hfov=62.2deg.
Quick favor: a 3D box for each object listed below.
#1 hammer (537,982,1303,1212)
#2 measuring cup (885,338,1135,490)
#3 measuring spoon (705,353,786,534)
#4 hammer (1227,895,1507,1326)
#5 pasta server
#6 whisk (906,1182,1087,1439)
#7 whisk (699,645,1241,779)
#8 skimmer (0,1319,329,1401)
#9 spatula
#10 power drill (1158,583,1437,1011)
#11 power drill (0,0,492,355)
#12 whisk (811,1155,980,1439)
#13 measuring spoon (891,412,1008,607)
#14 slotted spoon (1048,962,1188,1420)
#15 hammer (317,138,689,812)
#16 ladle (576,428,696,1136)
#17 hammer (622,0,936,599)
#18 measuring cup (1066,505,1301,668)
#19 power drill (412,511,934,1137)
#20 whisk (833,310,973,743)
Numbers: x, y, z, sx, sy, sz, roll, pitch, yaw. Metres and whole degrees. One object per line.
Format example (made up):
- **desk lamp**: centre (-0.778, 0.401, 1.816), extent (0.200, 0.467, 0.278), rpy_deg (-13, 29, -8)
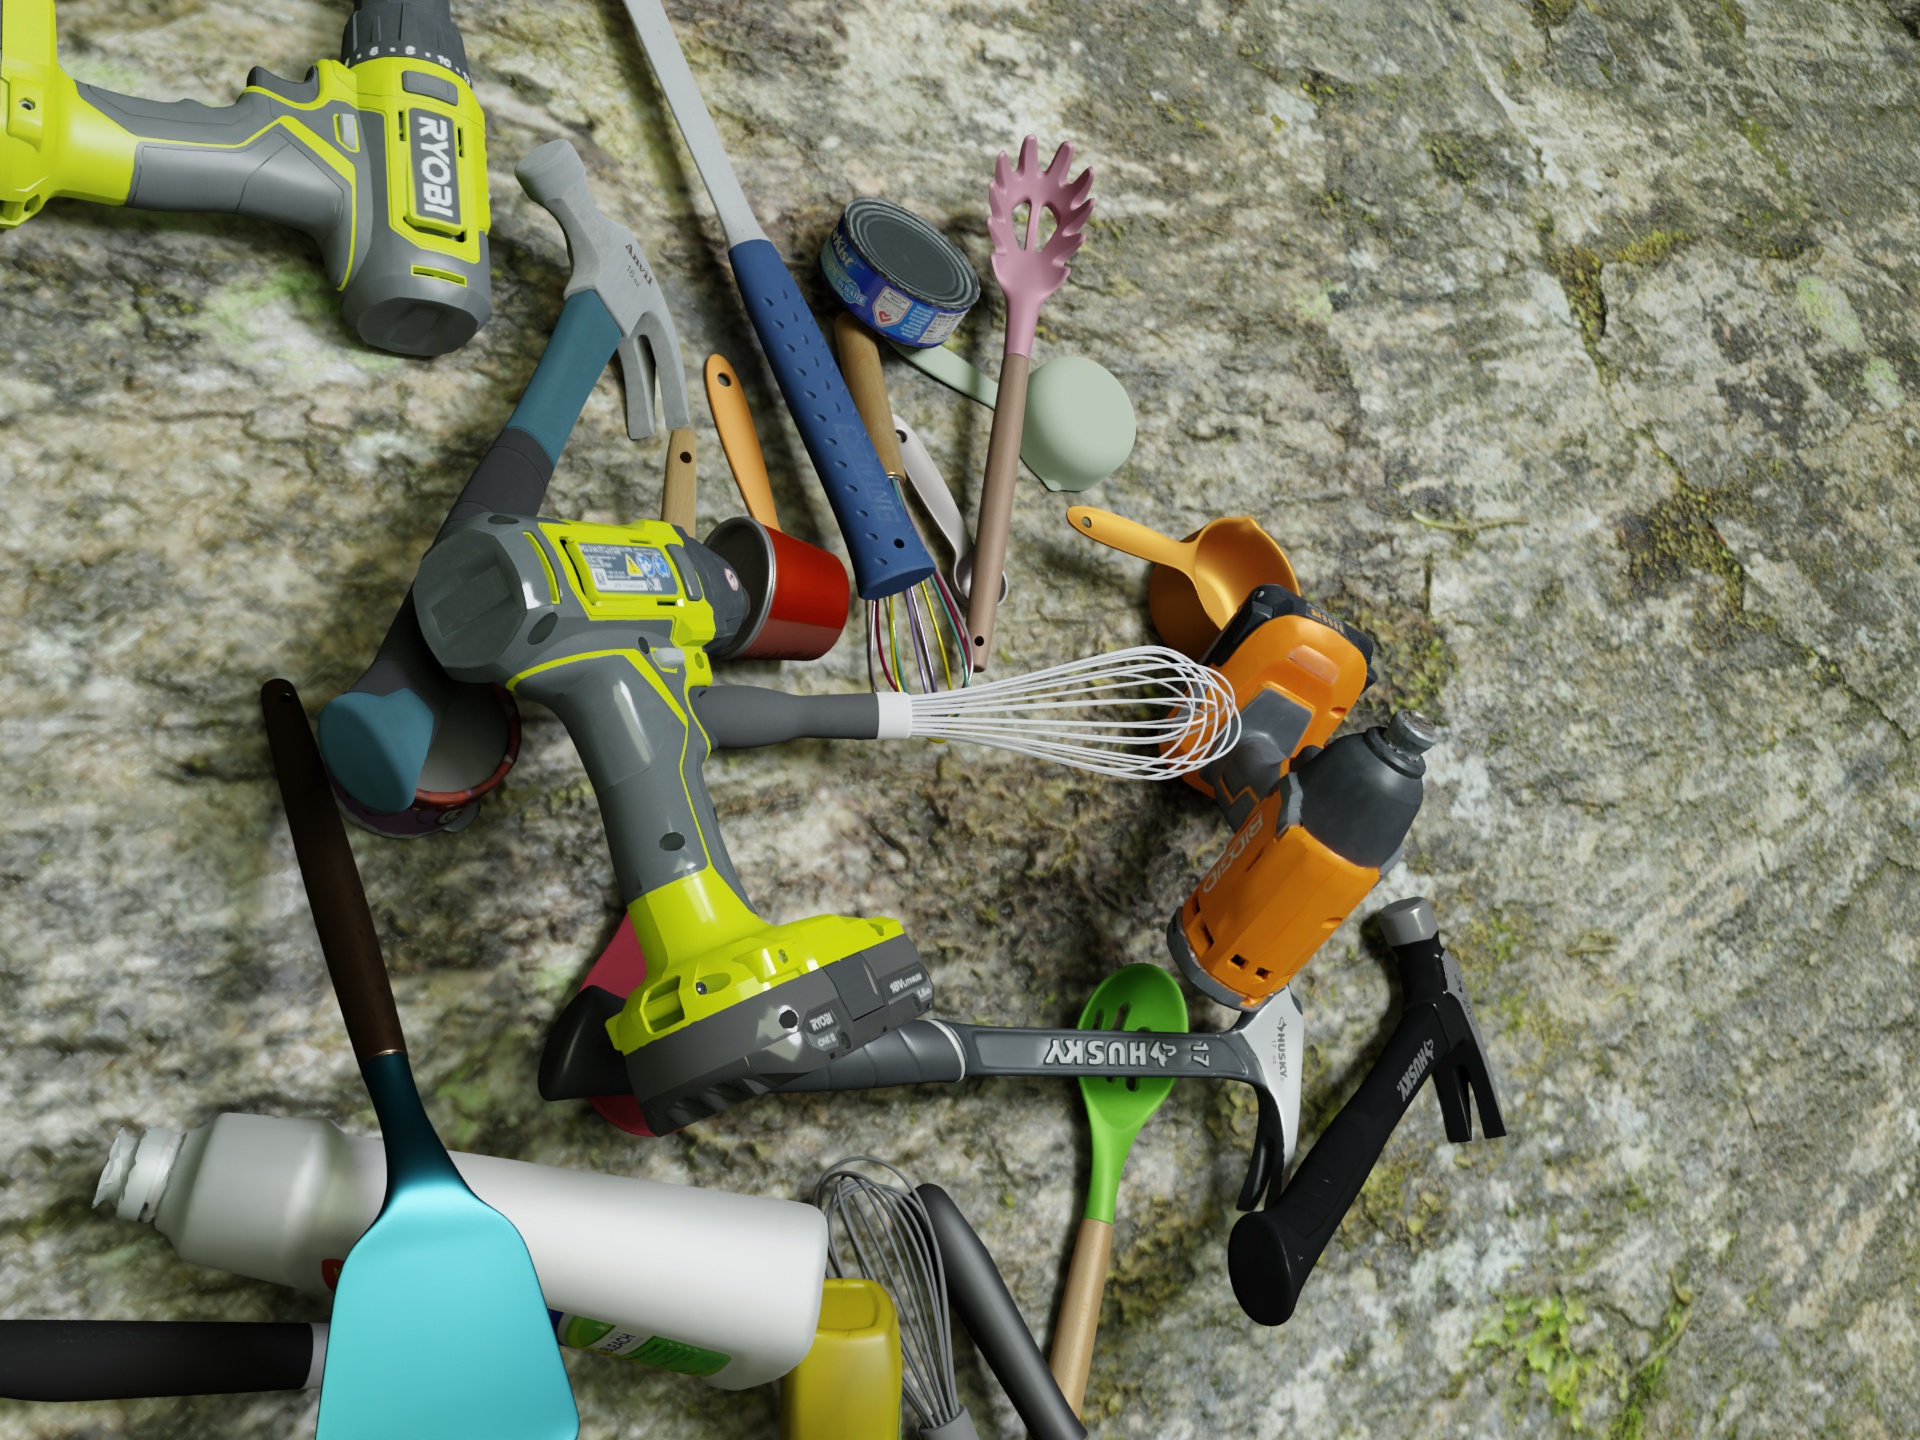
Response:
- **hammer**: centre (0.008, 0.156, 0.727), extent (0.408, 0.036, 0.149), rpy_deg (8, 73, -33)
- **measuring cup**: centre (0.032, -0.192, 0.909), extent (0.167, 0.038, 0.083), rpy_deg (24, 61, -28)
- **measuring spoon**: centre (-0.106, -0.133, 0.804), extent (0.021, 0.011, 0.117), rpy_deg (-13, 81, -38)
- **hammer**: centre (0.216, 0.215, 0.836), extent (0.335, 0.035, 0.146), rpy_deg (-25, 95, -56)
- **pasta server**: centre (0.028, -0.177, 0.868), extent (0.060, 0.040, 0.316), rpy_deg (9, 71, -4)
- **whisk**: centre (0.057, 0.336, 0.695), extent (0.073, 0.073, 0.296), rpy_deg (-20, 71, -39)
- **whisk**: centre (-0.001, -0.002, 0.759), extent (0.284, 0.070, 0.070), rpy_deg (-1, 73, -12)
- **skimmer**: centre (-0.357, 0.170, 0.461), extent (0.363, 0.090, 0.127), rpy_deg (15, 34, -34)
- **spatula**: centre (-0.211, 0.106, 0.556), extent (0.082, 0.044, 0.318), rpy_deg (-2, 46, -36)
- **power drill**: centre (0.169, 0.020, 0.803), extent (0.084, 0.164, 0.227), rpy_deg (28, 28, -11)
- **power drill**: centre (-0.311, -0.266, 0.665), extent (0.228, 0.080, 0.191), rpy_deg (3, 73, -38)
- **whisk**: centre (-0.004, 0.303, 0.689), extent (0.055, 0.055, 0.239), rpy_deg (-21, 86, -39)
- **measuring spoon**: centre (-0.013, -0.112, 0.866), extent (0.034, 0.018, 0.124), rpy_deg (-22, 80, -37)
- **slotted spoon**: centre (0.059, 0.268, 0.769), extent (0.070, 0.031, 0.314), rpy_deg (28, 61, -25)
- **hammer**: centre (-0.185, -0.102, 0.656), extent (0.331, 0.033, 0.128), rpy_deg (-80, 149, -42)
- **ladle**: centre (-0.131, 0.020, 0.700), extent (0.069, 0.031, 0.315), rpy_deg (9, 74, -31)
- **hammer**: centre (-0.106, -0.251, 0.812), extent (0.144, 0.035, 0.406), rpy_deg (-17, 79, -39)
- **measuring cup**: centre (0.119, -0.083, 0.925), extent (0.173, 0.052, 0.095), rpy_deg (18, 63, -28)
- **power drill**: centre (-0.100, 0.029, 0.611), extent (0.223, 0.080, 0.171), rpy_deg (66, 23, 7)
- **whisk**: centre (-0.035, -0.105, 0.827), extent (0.047, 0.051, 0.245), rpy_deg (-3, 72, -31)
